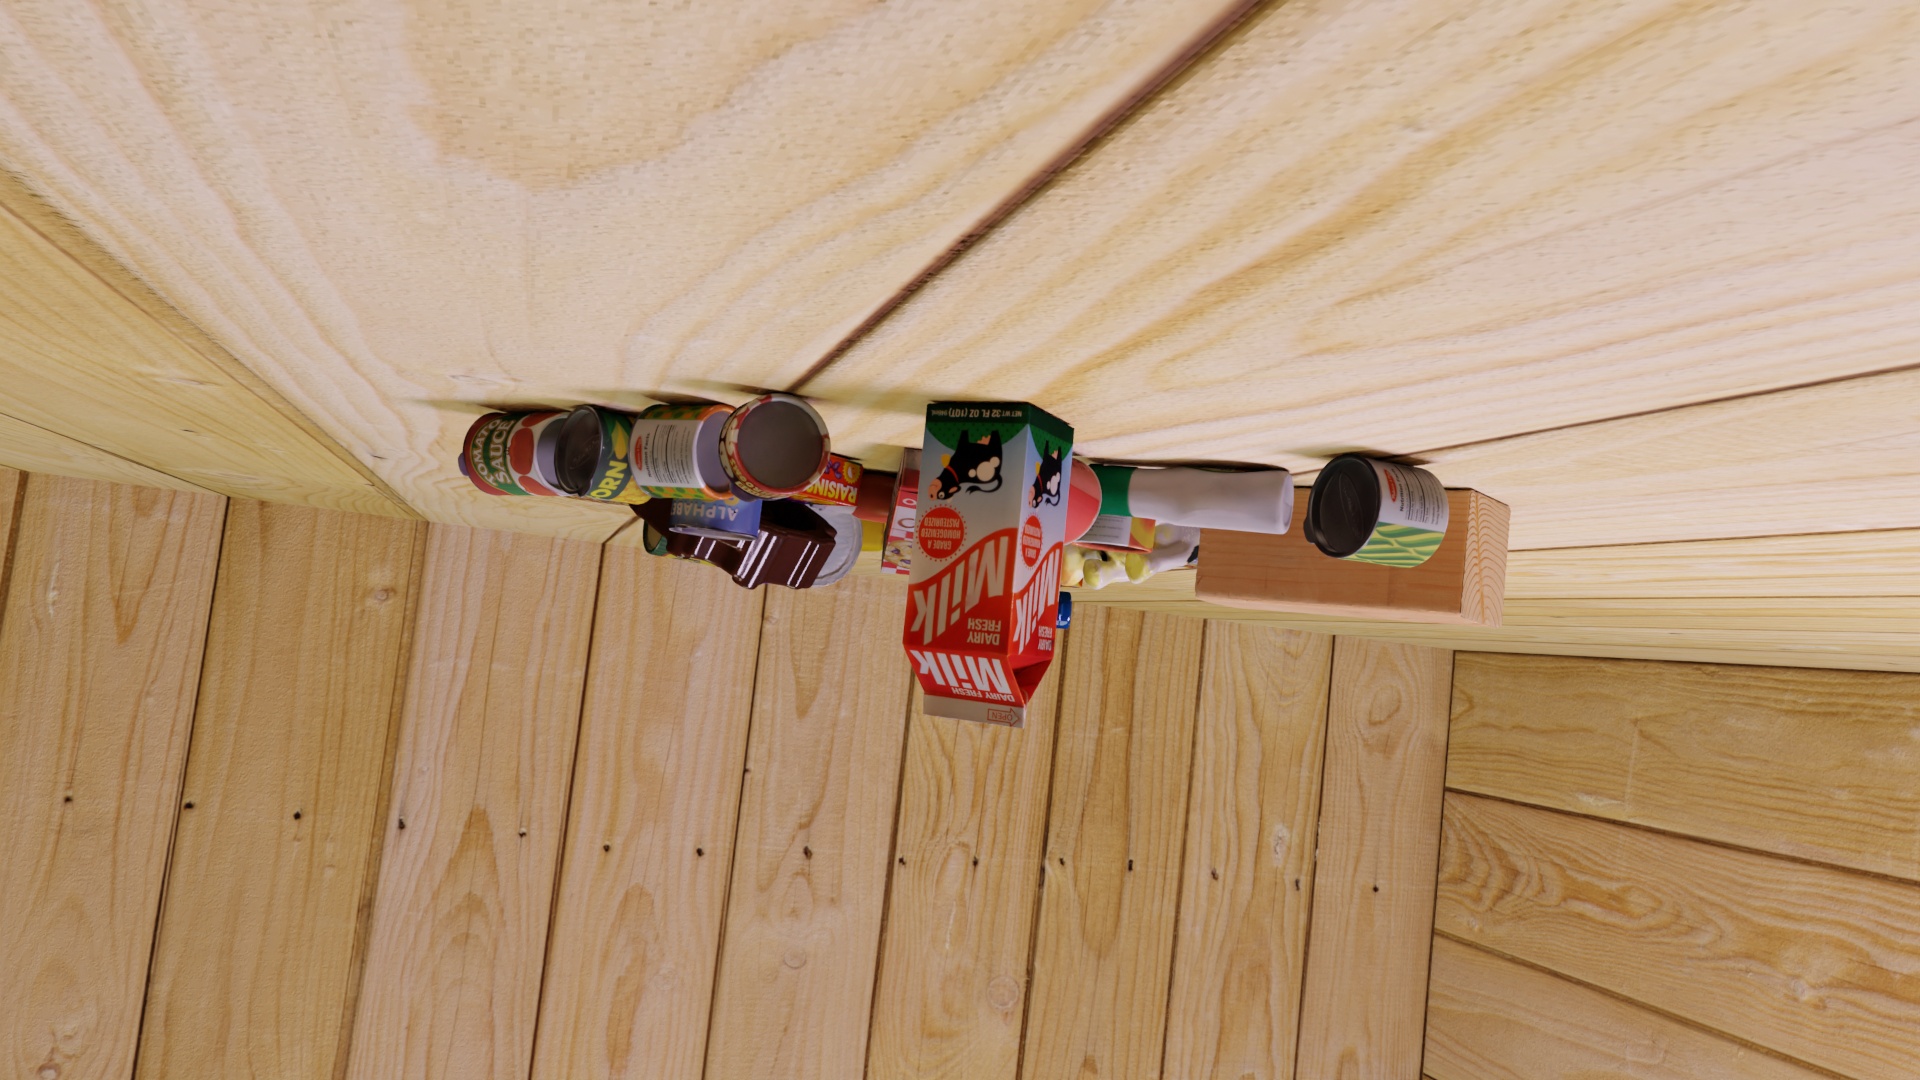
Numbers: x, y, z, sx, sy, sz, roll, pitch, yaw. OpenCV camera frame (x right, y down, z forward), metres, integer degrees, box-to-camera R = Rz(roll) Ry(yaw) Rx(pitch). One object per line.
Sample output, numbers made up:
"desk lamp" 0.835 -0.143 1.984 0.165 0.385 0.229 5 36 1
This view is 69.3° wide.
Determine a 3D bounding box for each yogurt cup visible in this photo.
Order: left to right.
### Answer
"yogurt cup" 0.059 -0.034 0.981 0.072 0.072 0.054 4 166 29

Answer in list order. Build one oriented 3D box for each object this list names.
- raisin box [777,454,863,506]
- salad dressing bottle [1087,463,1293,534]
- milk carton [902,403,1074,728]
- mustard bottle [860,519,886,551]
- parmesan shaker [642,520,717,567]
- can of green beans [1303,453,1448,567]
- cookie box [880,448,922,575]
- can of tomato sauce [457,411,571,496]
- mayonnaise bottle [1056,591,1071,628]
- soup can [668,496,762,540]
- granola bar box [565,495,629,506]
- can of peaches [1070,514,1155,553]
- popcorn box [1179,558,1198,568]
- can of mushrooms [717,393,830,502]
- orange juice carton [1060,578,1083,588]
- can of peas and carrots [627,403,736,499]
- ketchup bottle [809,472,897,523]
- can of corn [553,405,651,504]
"raisin box" -0.151 -0.057 1.134 0.086 0.040 0.123 3 173 37
"salad dressing bottle" 0.160 -0.032 0.990 0.147 0.044 0.064 5 176 24
"milk carton" 0.017 0.016 0.852 0.072 0.190 0.073 4 174 27
"mustard bottle" -0.164 -0.019 1.560 0.160 0.049 0.065 7 175 -3
"parmesan shaker" -0.238 -0.011 1.299 0.103 0.071 0.071 13 172 -31
"can of green beans" 0.263 -0.018 0.875 0.058 0.071 0.071 8 175 -26
"cookie box" 0.004 -0.014 1.127 0.123 0.040 0.166 6 156 -6
"can of tomato sauce" -0.335 -0.067 1.079 0.083 0.071 0.071 2 174 33
"mayonnaise bottle" 0.031 0.062 1.330 0.148 0.065 0.041 4 174 -3
"soup can" -0.179 -0.045 1.029 0.071 0.084 0.071 6 175 1
"granola bar box" -0.345 -0.061 1.345 0.124 0.039 0.165 6 175 4
"can of peaches" 0.119 -0.022 1.069 0.071 0.058 0.071 6 175 1
"popcorn box" 0.211 0.003 1.374 0.085 0.038 0.127 4 175 35
"can of mushrooms" -0.119 -0.057 0.882 0.071 0.071 0.033 9 173 -24
"orange juice carton" 0.074 0.004 1.369 0.073 0.072 0.192 5 175 23
"can of peas and carrots" -0.183 -0.062 0.958 0.058 0.071 0.071 3 174 30
"ketchup bottle" -0.060 -0.036 1.236 0.149 0.043 0.064 8 176 -22
"can of corn" -0.260 -0.061 1.035 0.071 0.071 0.058 1 174 45
